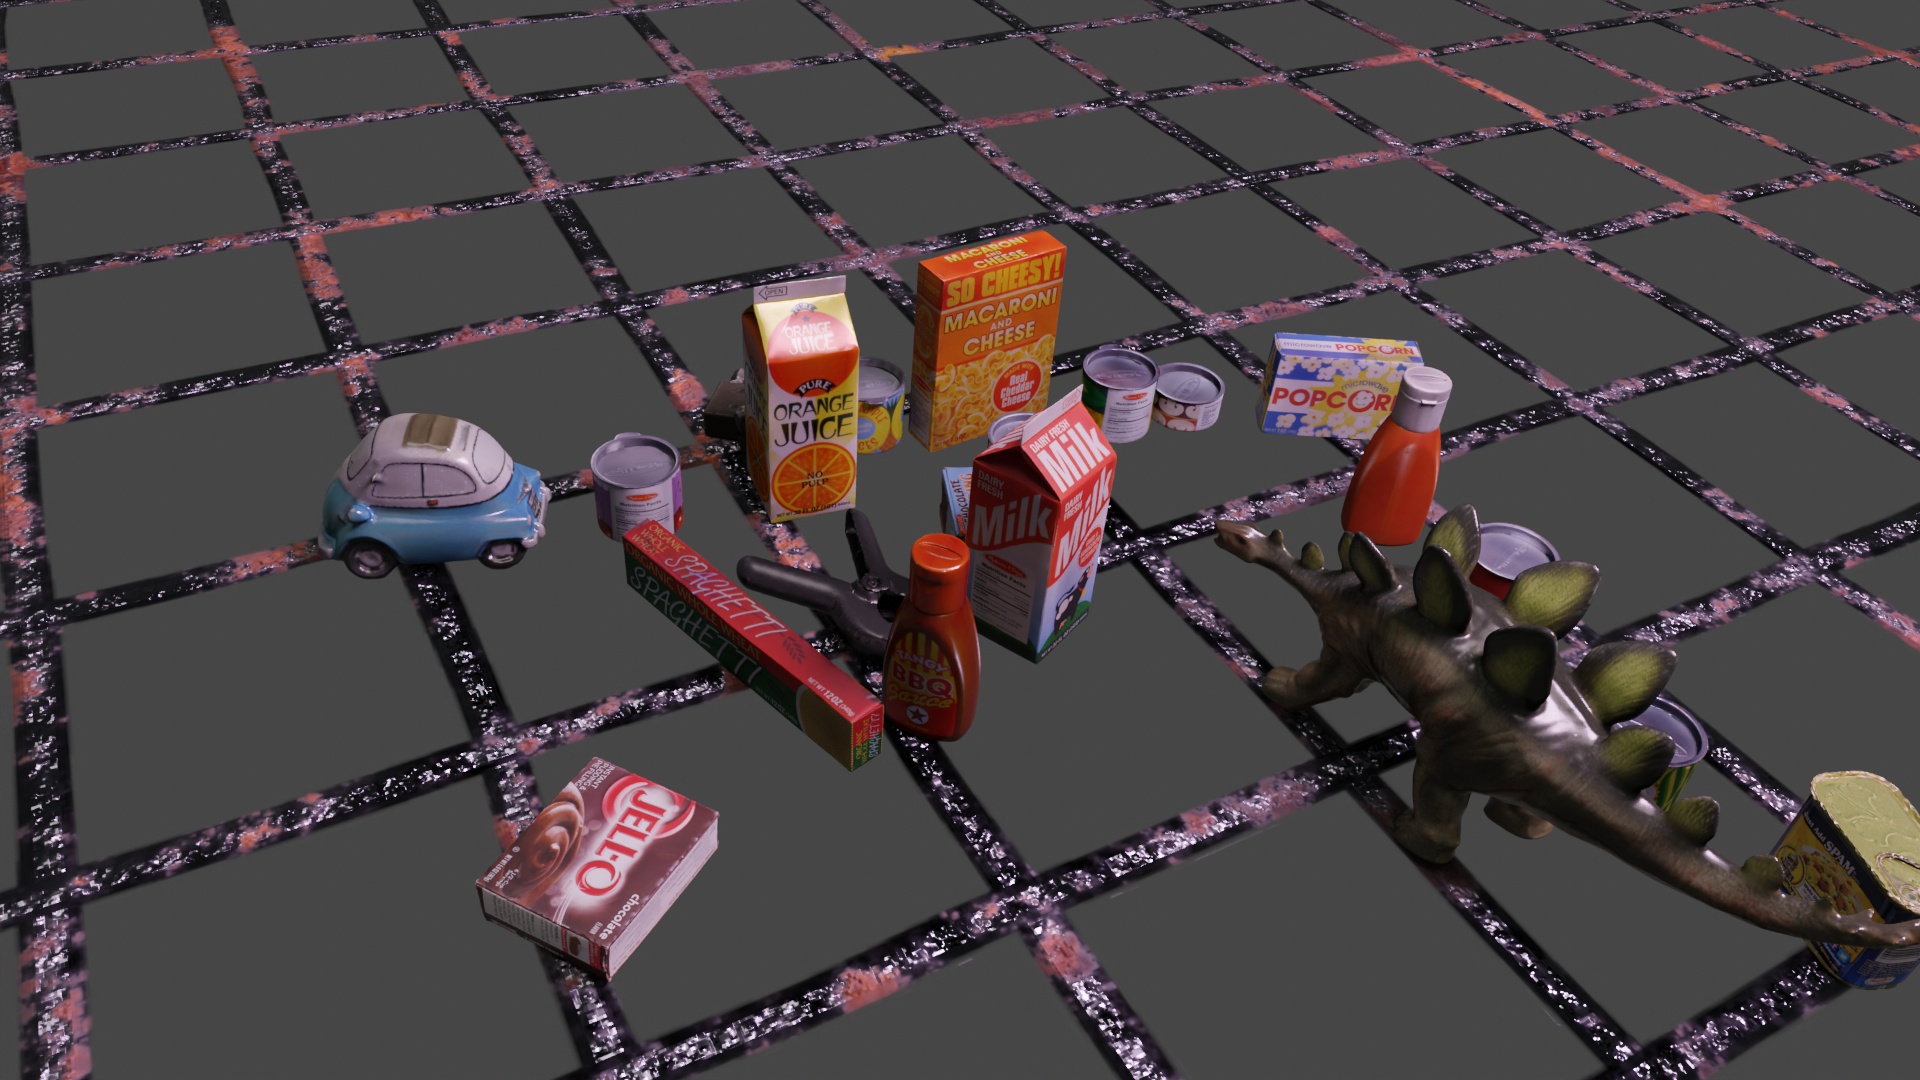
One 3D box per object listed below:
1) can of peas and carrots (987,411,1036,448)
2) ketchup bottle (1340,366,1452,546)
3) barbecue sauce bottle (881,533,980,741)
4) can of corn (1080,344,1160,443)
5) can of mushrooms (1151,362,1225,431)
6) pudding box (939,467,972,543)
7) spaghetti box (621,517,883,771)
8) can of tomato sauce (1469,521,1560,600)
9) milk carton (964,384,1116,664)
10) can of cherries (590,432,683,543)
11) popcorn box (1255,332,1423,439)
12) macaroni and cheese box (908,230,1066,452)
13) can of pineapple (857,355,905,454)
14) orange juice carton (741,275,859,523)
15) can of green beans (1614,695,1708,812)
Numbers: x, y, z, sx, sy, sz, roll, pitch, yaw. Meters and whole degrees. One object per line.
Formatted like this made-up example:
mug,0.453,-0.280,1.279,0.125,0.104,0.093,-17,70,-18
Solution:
can of peas and carrots,0.055,-0.063,1.120,0.071,0.058,0.071,3,40,-2
ketchup bottle,0.345,-0.064,1.083,0.065,0.148,0.044,5,40,0
barbecue sauce bottle,-0.017,0.062,0.892,0.065,0.147,0.044,18,41,15
can of corn,0.135,-0.128,1.208,0.071,0.058,0.071,3,40,-2
can of mushrooms,0.197,-0.129,1.235,0.071,0.033,0.071,3,40,-2
pudding box,0.004,-0.013,1.062,0.030,0.049,0.084,-2,40,-9
spaghetti box,-0.147,0.066,0.949,0.250,0.049,0.029,34,48,30
can of tomato sauce,0.390,0.038,1.017,0.071,0.082,0.071,3,40,-2
milk carton,0.053,-0.015,0.960,0.073,0.189,0.073,28,45,25
can of cherries,-0.246,-0.040,1.060,0.071,0.058,0.072,3,40,-2
popcorn box,0.330,-0.134,1.216,0.127,0.084,0.038,3,40,-2
macaroni and cheese box,0.020,-0.166,1.157,0.124,0.165,0.040,-21,46,-28
can of pineapple,-0.080,-0.112,1.166,0.071,0.057,0.071,3,40,-2
orange juice carton,-0.122,-0.113,1.058,0.072,0.191,0.073,-11,42,-19
can of green beans,0.447,0.143,0.917,0.071,0.057,0.071,3,40,-2
